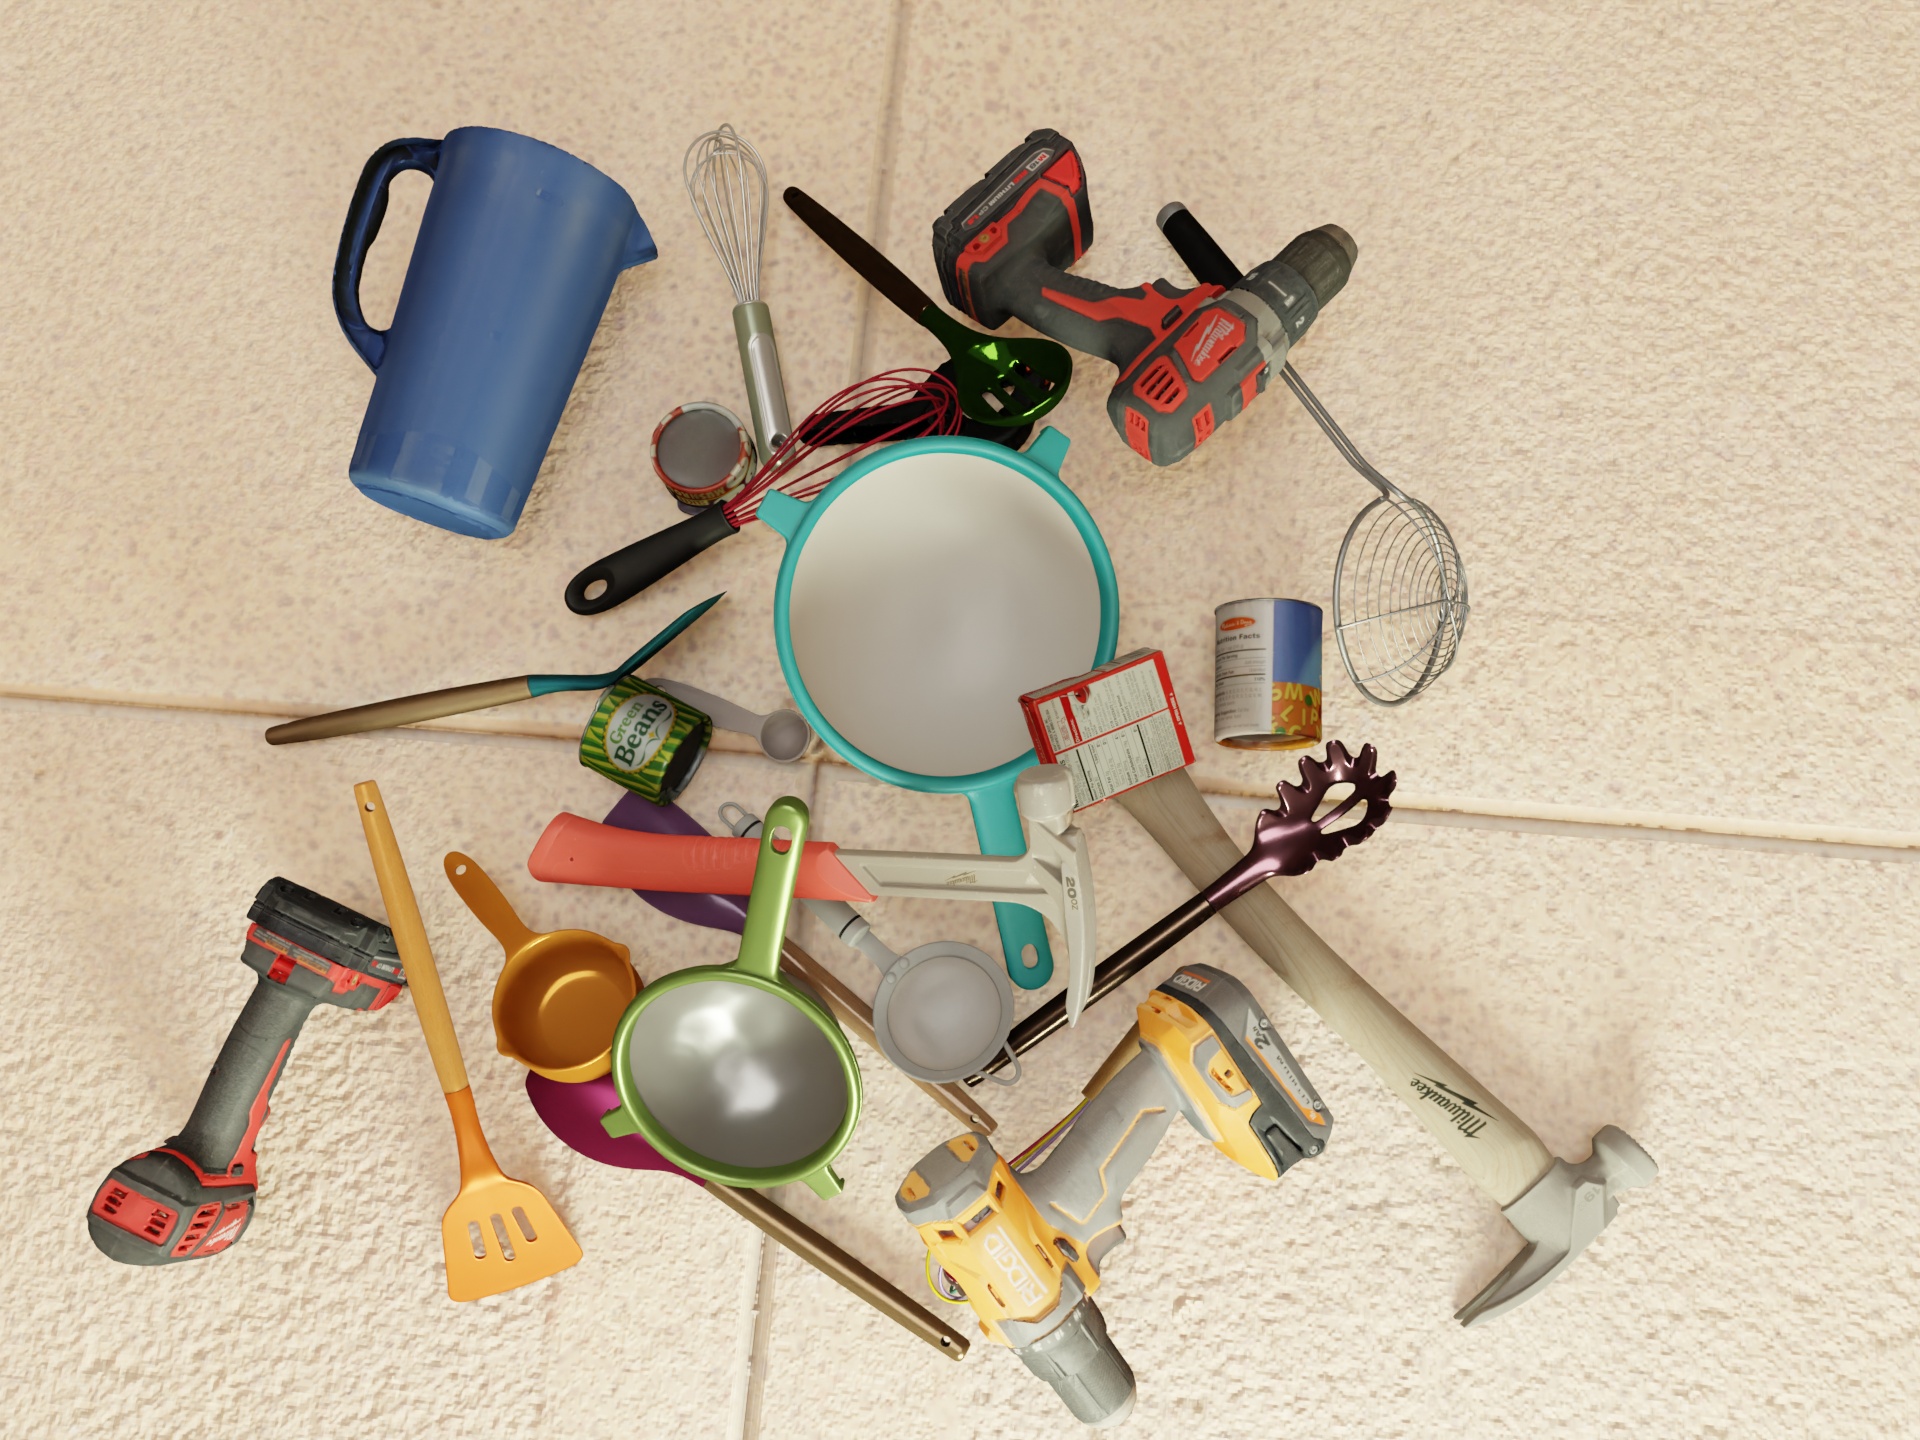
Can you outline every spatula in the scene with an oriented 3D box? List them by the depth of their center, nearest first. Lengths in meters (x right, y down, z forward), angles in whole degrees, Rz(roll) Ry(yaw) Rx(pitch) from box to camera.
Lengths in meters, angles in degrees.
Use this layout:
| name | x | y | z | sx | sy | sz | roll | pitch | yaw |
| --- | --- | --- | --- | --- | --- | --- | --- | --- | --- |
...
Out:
| name | x | y | z | sx | sy | sz | roll | pitch | yaw |
| --- | --- | --- | --- | --- | --- | --- | --- | --- | --- |
| spatula | -0.301 | 0.190 | 0.929 | 0.081 | 0.041 | 0.322 | -16 | 96 | -13 |
| spatula | -0.103 | 0.153 | 0.990 | 0.316 | 0.018 | 0.060 | 38 | 87 | 12 |
| spatula | -0.303 | -0.028 | 1.027 | 0.317 | 0.082 | 0.044 | -11 | 100 | 7 |

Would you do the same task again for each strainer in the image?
| name | x | y | z | sx | sy | sz | roll | pitch | yaw |
| --- | --- | --- | --- | --- | --- | --- | --- | --- | --- |
| strainer | -0.115 | 0.150 | 0.927 | 0.151 | 0.069 | 0.256 | 15 | 112 | 4 |
| strainer | -0.058 | 0.135 | 0.980 | 0.258 | 0.050 | 0.087 | 41 | 78 | 16 |
| strainer | -0.002 | -0.003 | 0.986 | 0.211 | 0.095 | 0.340 | -15 | 99 | -14 |

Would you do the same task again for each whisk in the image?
| name | x | y | z | sx | sy | sz | roll | pitch | yaw |
| --- | --- | --- | --- | --- | --- | --- | --- | --- | --- |
| whisk | 0.064 | 0.244 | 0.948 | 0.047 | 0.051 | 0.245 | 37 | 80 | 16 |
| whisk | -0.130 | -0.138 | 1.010 | 0.296 | 0.073 | 0.073 | -26 | 78 | 15 |
| whisk | -0.142 | -0.284 | 1.069 | 0.057 | 0.059 | 0.246 | -8 | 81 | -25 |

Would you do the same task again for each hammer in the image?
| name | x | y | z | sx | sy | sz | roll | pitch | yaw |
| --- | --- | --- | --- | --- | --- | --- | --- | --- | --- |
| hammer | -0.096 | 0.097 | 0.945 | 0.359 | 0.037 | 0.149 | 0 | 108 | 21 |
| hammer | 0.213 | 0.163 | 0.956 | 0.146 | 0.038 | 0.411 | -43 | 78 | -3 |

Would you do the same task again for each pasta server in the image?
| name | x | y | z | sx | sy | sz | roll | pitch | yaw |
| --- | --- | --- | --- | --- | --- | --- | --- | --- | --- |
| pasta server | 0.124 | 0.122 | 0.940 | 0.316 | 0.040 | 0.060 | -38 | 65 | 9 |

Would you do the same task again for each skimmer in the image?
| name | x | y | z | sx | sy | sz | roll | pitch | yaw |
| --- | --- | --- | --- | --- | --- | --- | --- | --- | --- |
| skimmer | 0.206 | -0.178 | 1.015 | 0.090 | 0.127 | 0.364 | -49 | 60 | 38 |

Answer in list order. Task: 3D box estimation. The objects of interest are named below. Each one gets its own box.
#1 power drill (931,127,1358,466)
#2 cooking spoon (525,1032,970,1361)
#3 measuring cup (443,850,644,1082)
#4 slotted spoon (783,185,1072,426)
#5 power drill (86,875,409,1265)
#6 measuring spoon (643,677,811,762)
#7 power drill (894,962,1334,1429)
| name | x | y | z | sx | sy | sz | roll | pitch | yaw |
| --- | --- | --- | --- | --- | --- | --- | --- | --- | --- |
| power drill | 0.115 | -0.279 | 0.996 | 0.188 | 0.080 | 0.227 | -44 | 65 | -11 |
| cooking spoon | -0.130 | 0.291 | 0.964 | 0.319 | 0.017 | 0.069 | 31 | 83 | 10 |
| measuring cup | -0.263 | 0.150 | 0.987 | 0.095 | 0.052 | 0.174 | -40 | 67 | -14 |
| slotted spoon | -0.031 | -0.269 | 1.008 | 0.070 | 0.031 | 0.314 | -39 | 54 | -5 |
| power drill | -0.415 | 0.213 | 0.946 | 0.078 | 0.143 | 0.220 | 25 | 75 | 4 |
| measuring spoon | -0.152 | -0.003 | 1.030 | 0.124 | 0.018 | 0.034 | 19 | 87 | 15 |
| power drill | 0.100 | 0.270 | 0.898 | 0.226 | 0.084 | 0.185 | -36 | 100 | -13 |
